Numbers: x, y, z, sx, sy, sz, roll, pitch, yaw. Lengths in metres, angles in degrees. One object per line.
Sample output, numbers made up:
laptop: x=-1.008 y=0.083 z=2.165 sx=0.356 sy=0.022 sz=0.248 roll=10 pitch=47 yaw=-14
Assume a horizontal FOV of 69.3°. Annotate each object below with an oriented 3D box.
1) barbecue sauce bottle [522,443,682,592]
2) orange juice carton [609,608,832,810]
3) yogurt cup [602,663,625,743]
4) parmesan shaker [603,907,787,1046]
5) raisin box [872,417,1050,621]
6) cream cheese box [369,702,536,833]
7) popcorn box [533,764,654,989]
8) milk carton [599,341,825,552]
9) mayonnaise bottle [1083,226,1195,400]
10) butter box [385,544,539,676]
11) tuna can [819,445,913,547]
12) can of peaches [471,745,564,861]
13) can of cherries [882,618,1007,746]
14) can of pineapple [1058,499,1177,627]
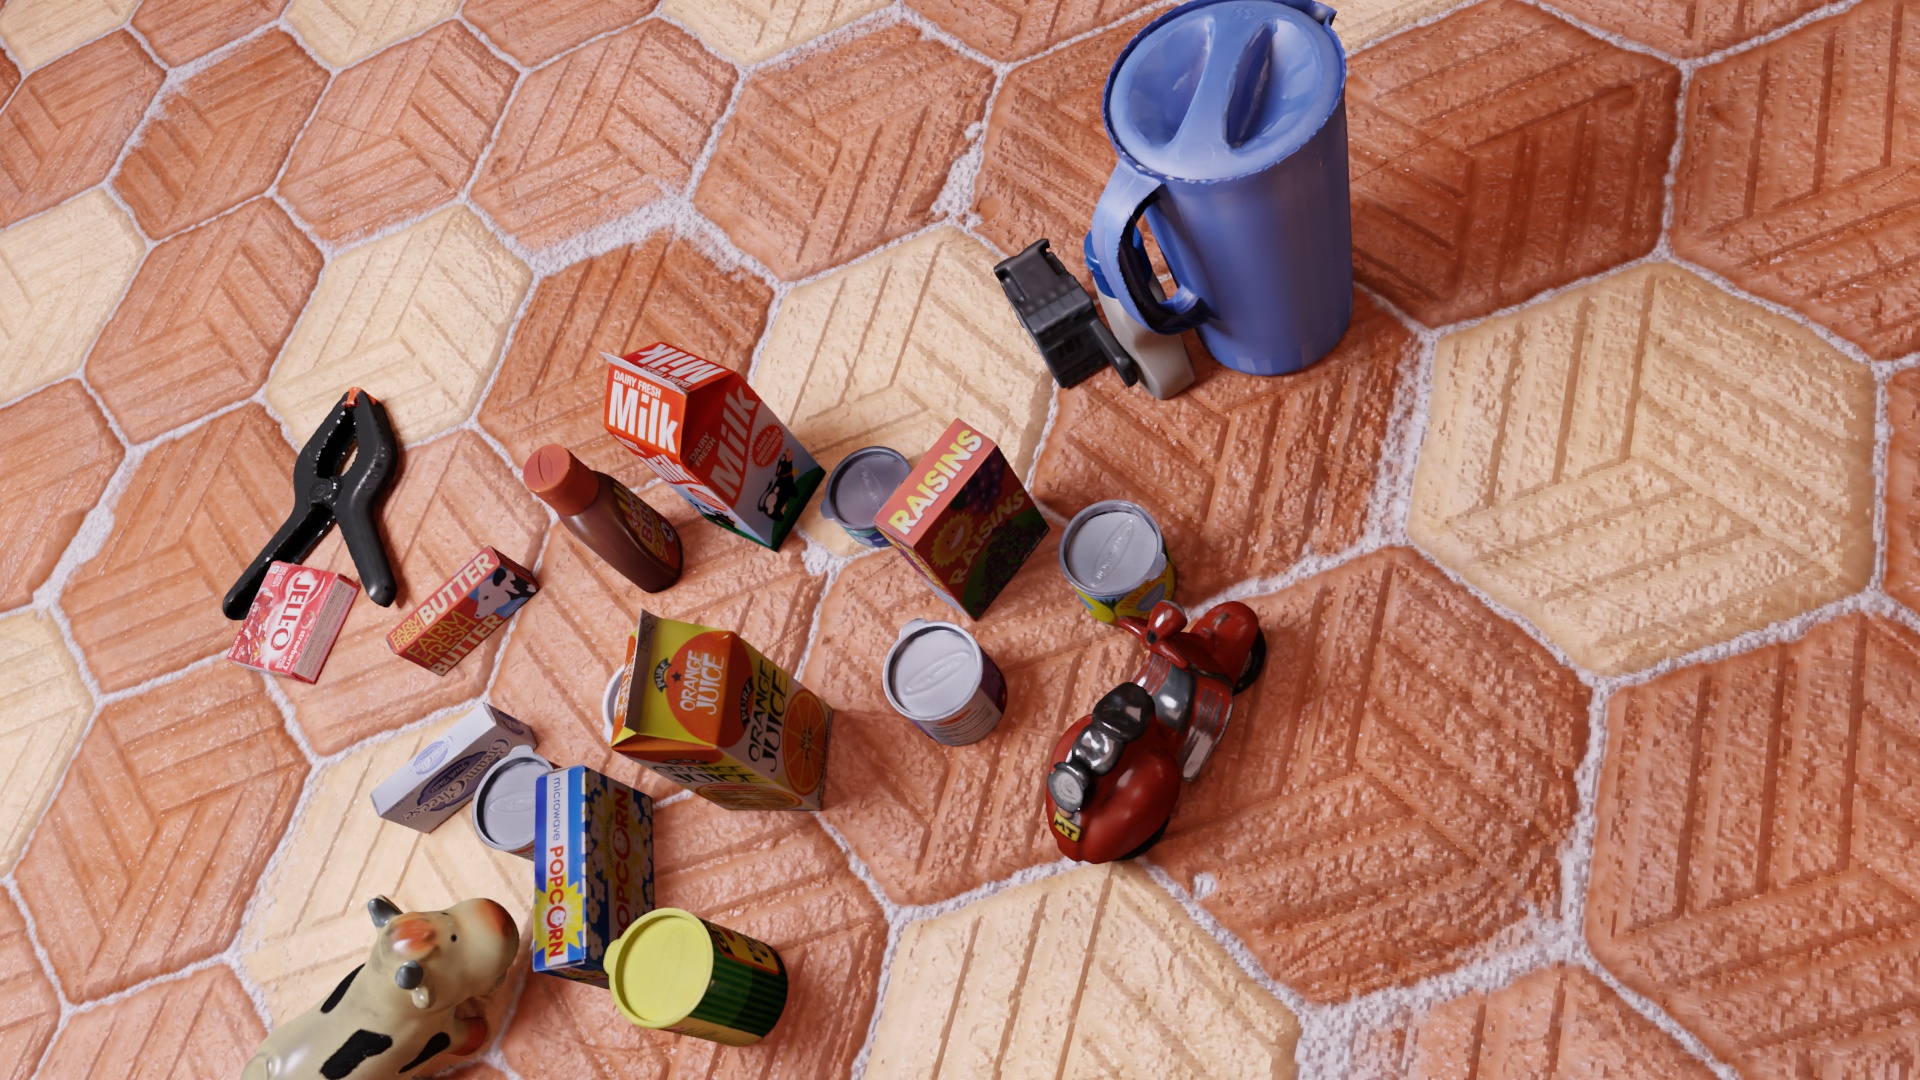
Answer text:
barbecue sauce bottle: x=-0.250 y=-0.018 z=0.976 sx=0.043 sy=0.148 sz=0.065 roll=-26 pitch=60 yaw=7
orange juice carton: x=-0.151 y=0.109 z=0.852 sx=0.073 sy=0.192 sz=0.072 roll=-4 pitch=64 yaw=19
yogurt cup: x=-0.201 y=0.115 z=0.948 sx=0.072 sy=0.053 sz=0.072 roll=-8 pitch=63 yaw=16
parmesan shaker: x=-0.156 y=0.262 z=0.831 sx=0.071 sy=0.102 sz=0.071 roll=-8 pitch=63 yaw=17
raisin box: x=0.003 y=-0.011 z=0.895 sx=0.040 sy=0.123 sz=0.086 roll=35 pitch=81 yaw=30
cream cheese box: x=-0.358 y=0.161 z=0.983 sx=0.104 sy=0.053 sz=0.024 roll=-39 pitch=59 yaw=-1
popcorn box: x=-0.234 y=0.217 z=0.892 sx=0.038 sy=0.085 sz=0.127 roll=-16 pitch=61 yaw=13
milk carton: x=-0.173 y=-0.070 z=0.949 sx=0.072 sy=0.190 sz=0.073 roll=23 pitch=75 yaw=28
mayonnaise bottle: x=0.116 y=-0.152 z=0.908 sx=0.041 sy=0.147 sz=0.065 roll=-30 pitch=59 yaw=5
butter box: x=-0.373 y=0.054 z=1.042 sx=0.103 sy=0.053 sz=0.024 roll=-42 pitch=59 yaw=-3
tuna can: x=-0.061 y=-0.029 z=0.980 sx=0.071 sy=0.032 sz=0.071 roll=-8 pitch=63 yaw=16
can of peaches: x=-0.286 y=0.181 z=0.944 sx=0.071 sy=0.058 sz=0.071 roll=-8 pitch=63 yaw=16
can of cherries: x=-0.009 y=0.090 z=0.888 sx=0.071 sy=0.058 sz=0.072 roll=-8 pitch=63 yaw=16
can of pineapple: x=0.102 y=0.017 z=0.883 sx=0.071 sy=0.057 sz=0.071 roll=-8 pitch=63 yaw=16
